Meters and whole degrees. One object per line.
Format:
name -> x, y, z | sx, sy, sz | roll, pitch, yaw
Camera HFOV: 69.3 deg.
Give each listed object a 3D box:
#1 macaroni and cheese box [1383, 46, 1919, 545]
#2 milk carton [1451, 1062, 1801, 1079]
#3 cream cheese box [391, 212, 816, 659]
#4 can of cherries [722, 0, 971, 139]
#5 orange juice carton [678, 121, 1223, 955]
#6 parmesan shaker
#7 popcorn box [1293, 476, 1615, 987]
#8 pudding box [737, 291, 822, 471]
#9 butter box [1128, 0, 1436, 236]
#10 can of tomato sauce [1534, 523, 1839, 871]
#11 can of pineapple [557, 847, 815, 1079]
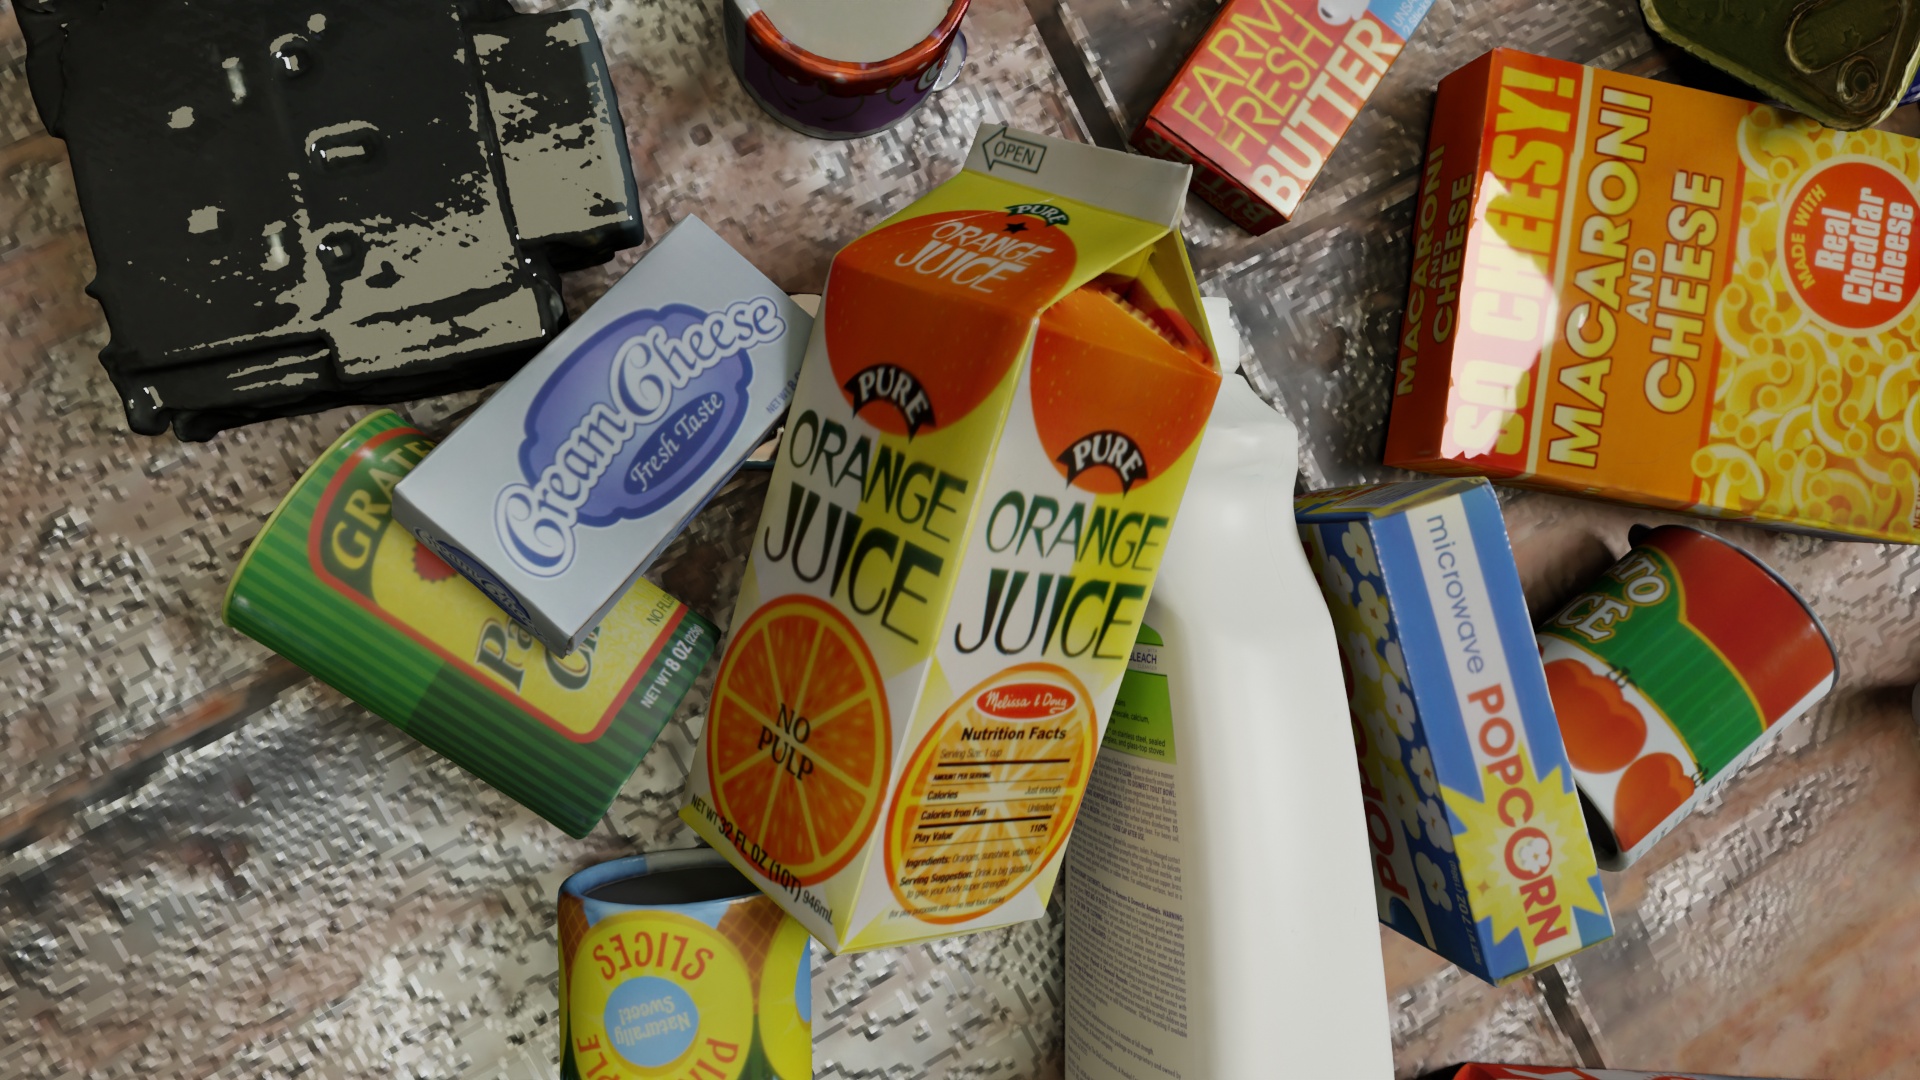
macaroni and cheese box -> 0.221, -0.070, 0.428 | 0.166, 0.040, 0.123 | 8, 89, -10
milk carton -> 0.213, 0.205, 0.410 | 0.191, 0.073, 0.072 | 5, 90, -9
cream cheese box -> -0.081, -0.027, 0.339 | 0.053, 0.024, 0.104 | 40, 64, -5
can of cherries -> -0.029, -0.149, 0.377 | 0.071, 0.058, 0.071 | 0, 90, -9
orange juice carton -> 0.001, -0.004, 0.344 | 0.073, 0.072, 0.192 | 7, 103, -46
parmesan shaker -> -0.121, 0.020, 0.360 | 0.103, 0.071, 0.071 | 34, 85, -8
popcorn box -> 0.126, 0.047, 0.389 | 0.038, 0.085, 0.126 | -16, 93, -11
pudding box -> -0.053, -0.044, 0.388 | 0.084, 0.030, 0.049 | 1, 91, -9
butter box -> 0.100, -0.148, 0.415 | 0.053, 0.024, 0.103 | 35, 85, -8
can of tomato sauce -> 0.199, 0.045, 0.411 | 0.083, 0.071, 0.071 | -38, 96, -6
can of pineapple -> -0.072, 0.117, 0.365 | 0.071, 0.071, 0.058 | -1, 90, -9
